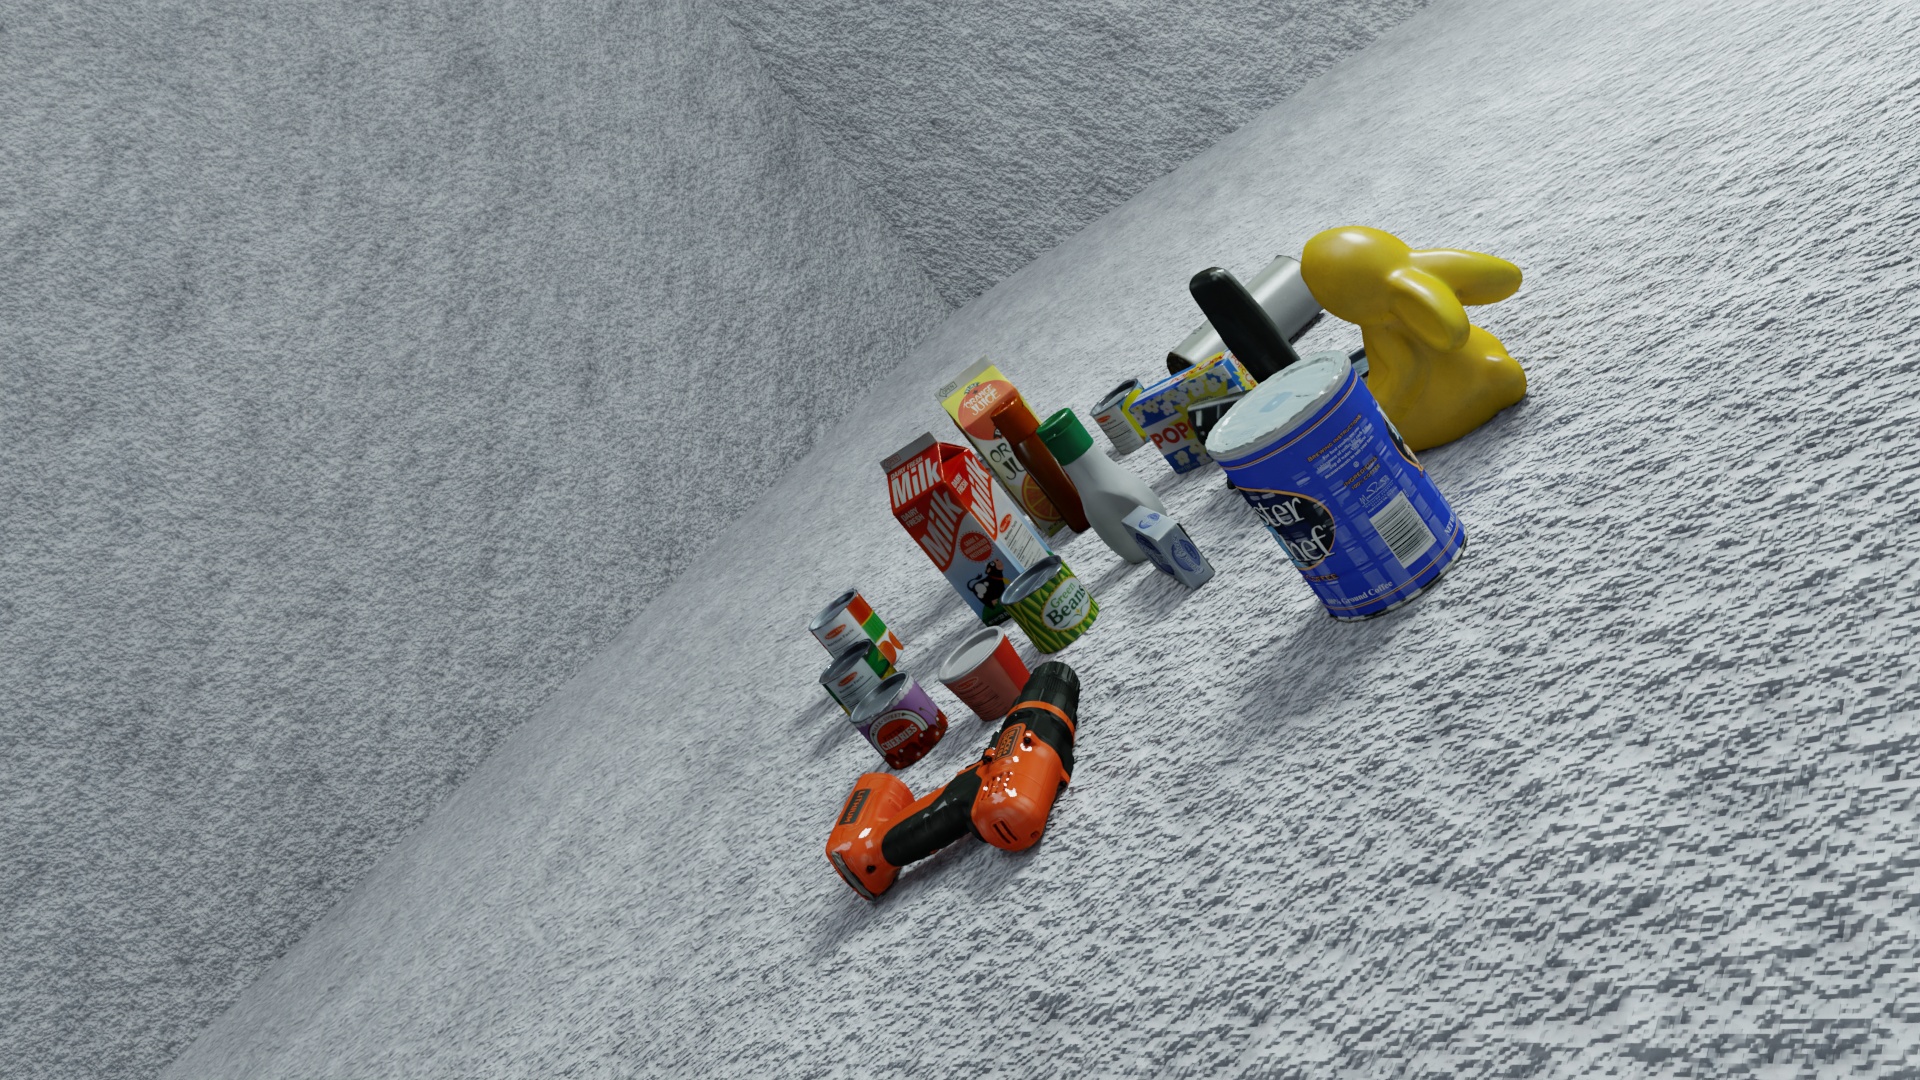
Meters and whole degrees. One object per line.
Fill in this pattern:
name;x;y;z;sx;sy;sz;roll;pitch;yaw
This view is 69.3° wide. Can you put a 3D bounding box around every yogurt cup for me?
yogurt cup;0.023;0.112;1.151;0.072;0.054;0.072;-37;13;10

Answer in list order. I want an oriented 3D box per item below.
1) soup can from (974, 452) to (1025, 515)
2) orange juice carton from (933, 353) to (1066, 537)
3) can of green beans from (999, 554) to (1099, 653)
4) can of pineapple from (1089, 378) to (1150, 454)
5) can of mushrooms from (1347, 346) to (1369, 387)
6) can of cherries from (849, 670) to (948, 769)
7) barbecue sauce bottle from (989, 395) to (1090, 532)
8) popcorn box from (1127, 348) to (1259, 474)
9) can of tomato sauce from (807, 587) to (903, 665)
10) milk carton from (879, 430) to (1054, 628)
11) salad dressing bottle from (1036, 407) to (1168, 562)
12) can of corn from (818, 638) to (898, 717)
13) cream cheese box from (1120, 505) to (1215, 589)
soup can;0.060;-0.078;1.630;0.071;0.083;0.071;-37;13;10
orange juice carton;0.057;-0.103;1.478;0.072;0.192;0.073;-39;13;0
can of green beans;0.077;0.055;1.191;0.071;0.057;0.071;-37;13;10
can of pineapple;0.188;-0.139;1.545;0.071;0.058;0.071;-37;13;10
can of mushrooms;0.344;-0.138;1.172;0.071;0.033;0.071;-36;13;10
can of cherries;-0.053;0.156;1.199;0.071;0.058;0.072;-37;13;10
barbecue sauce bottle;0.088;-0.079;1.413;0.043;0.148;0.065;-35;13;16
popcorn box;0.231;-0.121;1.306;0.126;0.085;0.038;-24;20;49
can of tomato sauce;-0.110;0.103;1.478;0.071;0.083;0.071;-37;13;10
milk carton;0.005;-0.017;1.334;0.072;0.190;0.074;-31;15;33
salad dressing bottle;0.124;-0.049;1.214;0.064;0.147;0.044;-28;17;40
can of corn;-0.096;0.139;1.375;0.071;0.058;0.071;-37;13;10
cream cheese box;0.167;0.005;1.125;0.024;0.053;0.104;-39;13;-2
